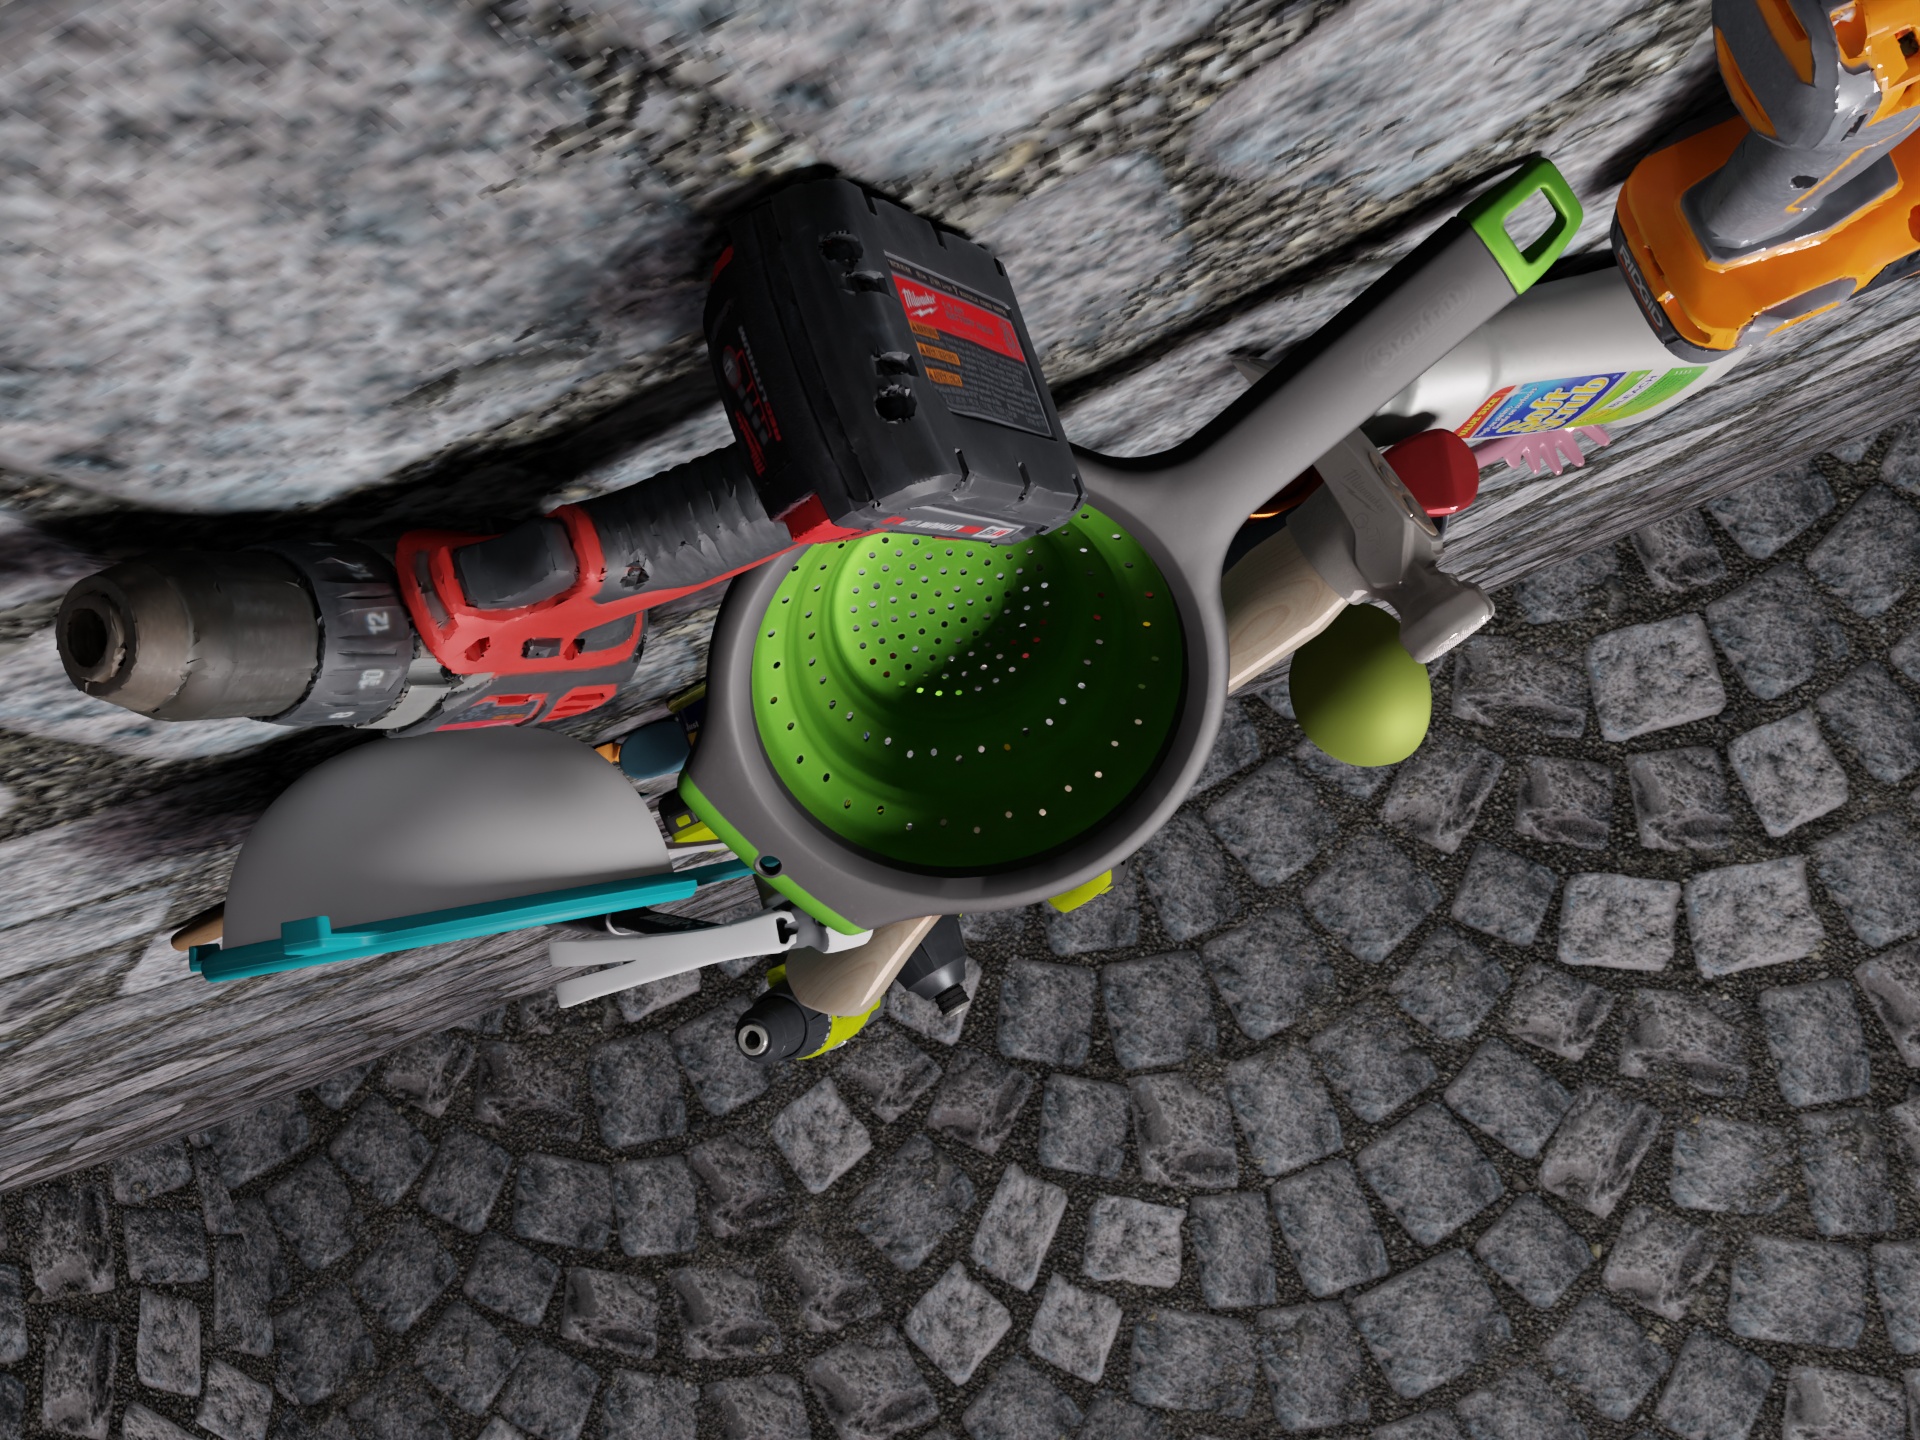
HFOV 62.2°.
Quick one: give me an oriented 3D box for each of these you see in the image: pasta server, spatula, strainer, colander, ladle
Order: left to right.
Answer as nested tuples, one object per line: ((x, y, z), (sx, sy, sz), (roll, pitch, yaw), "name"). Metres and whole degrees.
((-0.328, 0.083, 0.901), (0.317, 0.044, 0.082), (-23, 177, 19), "spatula")
((-0.180, 0.045, 0.751), (0.340, 0.095, 0.211), (-8, 175, -37), "strainer")
((0.061, -0.080, 0.635), (0.397, 0.204, 0.095), (-40, -156, 13), "colander")
((0.206, -0.073, 0.850), (0.062, 0.078, 0.320), (4, -152, 9), "ladle")
((0.315, -0.154, 1.025), (0.316, 0.040, 0.060), (-25, 160, -28), "pasta server")

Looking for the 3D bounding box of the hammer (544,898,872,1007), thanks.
((-0.191, 0.116, 0.911), (0.149, 0.036, 0.409), (-10, 180, -25), "hammer")

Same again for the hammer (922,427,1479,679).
((0.128, -0.073, 0.837), (0.143, 0.038, 0.386), (-2, 171, -30), "hammer")

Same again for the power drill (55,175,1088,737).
((-0.100, -0.053, 0.427), (0.226, 0.080, 0.188), (-22, 174, 25), "power drill")

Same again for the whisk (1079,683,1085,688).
((0.176, -0.076, 1.239), (0.070, 0.070, 0.284), (-17, 167, -40), "whisk")

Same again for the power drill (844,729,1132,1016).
((0.012, 0.099, 1.111), (0.223, 0.171, 0.080), (-19, 163, -44), "power drill")

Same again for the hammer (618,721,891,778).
((-0.137, 0.020, 1.073), (0.128, 0.033, 0.331), (-25, 173, 13), "hammer")

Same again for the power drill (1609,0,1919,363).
((0.310, -0.207, 0.511), (0.164, 0.084, 0.226), (-24, 170, 8), "power drill")

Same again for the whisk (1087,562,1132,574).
((0.164, -0.104, 1.002), (0.239, 0.055, 0.055), (-15, 171, -21), "whisk")

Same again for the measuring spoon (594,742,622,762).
((-0.202, 0.024, 0.976), (0.021, 0.011, 0.117), (-23, 174, 4), "measuring spoon")

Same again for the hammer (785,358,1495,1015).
((0.041, 0.015, 0.746), (0.410, 0.146, 0.038), (-42, 167, 32), "hammer")

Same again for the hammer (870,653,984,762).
((-0.018, -0.004, 1.133), (0.149, 0.037, 0.359), (-44, 166, 11), "hammer")

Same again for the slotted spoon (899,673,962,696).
((-0.002, -0.003, 1.026), (0.070, 0.031, 0.313), (-11, 175, 12), "slotted spoon")

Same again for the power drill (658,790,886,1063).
((-0.148, 0.151, 1.230), (0.080, 0.228, 0.190), (-24, 173, 18), "power drill")

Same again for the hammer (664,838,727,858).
((-0.175, 0.078, 0.962), (0.405, 0.035, 0.144), (-8, 178, -1), "hammer")
